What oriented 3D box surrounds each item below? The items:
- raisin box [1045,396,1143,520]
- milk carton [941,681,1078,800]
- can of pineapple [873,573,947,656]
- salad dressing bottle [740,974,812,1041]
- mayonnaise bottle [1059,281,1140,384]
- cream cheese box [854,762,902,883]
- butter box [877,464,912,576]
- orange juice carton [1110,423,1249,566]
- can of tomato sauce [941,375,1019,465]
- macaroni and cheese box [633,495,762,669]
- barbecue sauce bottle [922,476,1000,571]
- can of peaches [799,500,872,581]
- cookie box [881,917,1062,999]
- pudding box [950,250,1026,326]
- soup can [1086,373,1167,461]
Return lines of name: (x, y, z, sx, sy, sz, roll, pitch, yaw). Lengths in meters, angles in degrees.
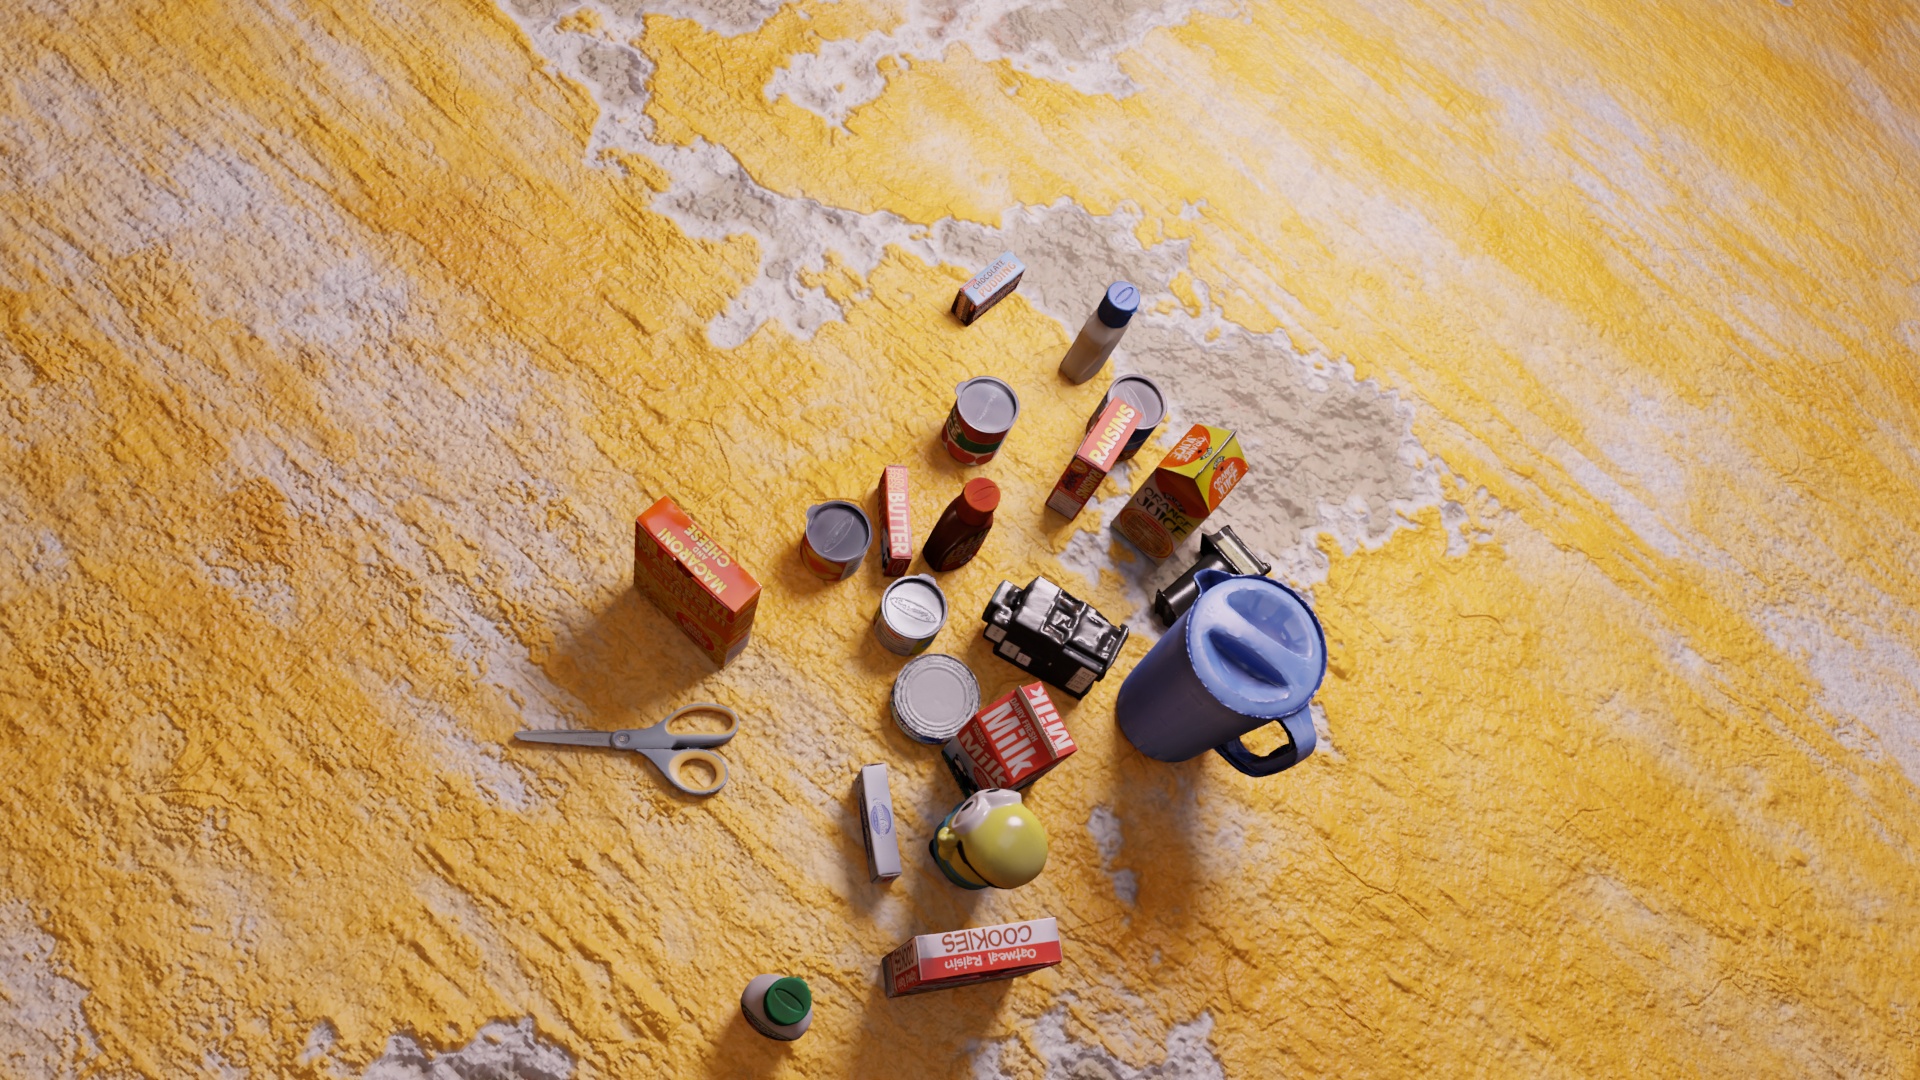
raisin box: (0.138, -0.085, 1.451, 0.040, 0.123, 0.086, 34, 65, 2)
milk carton: (0.047, 0.189, 1.276, 0.074, 0.189, 0.072, -24, 75, -21)
can of pineapple: (-0.049, 0.074, 1.375, 0.071, 0.057, 0.071, 5, 67, -11)
salad dressing bottle: (-0.151, 0.391, 1.167, 0.064, 0.147, 0.044, 36, 65, 3)
mayonnaise bottle: (0.154, -0.227, 1.501, 0.041, 0.147, 0.065, 43, 65, 6)
cream cheese box: (-0.077, 0.264, 1.291, 0.024, 0.053, 0.104, -5, 69, -15)
butter box: (-0.067, -0.020, 1.414, 0.024, 0.053, 0.104, 1, 68, -13)
orange juice carton: (0.228, -0.052, 1.420, 0.073, 0.192, 0.072, 42, 65, 6)
can of tomato sauce: (0.018, -0.126, 1.462, 0.071, 0.082, 0.071, 5, 67, -11)
macaroni and cheese box: (-0.246, 0.043, 1.282, 0.124, 0.165, 0.040, 43, 65, 6)
barbecue sauce bottle: (0.005, -0.017, 1.377, 0.065, 0.148, 0.044, -28, 77, -22)
can of peaches: (-0.127, 0.000, 1.388, 0.071, 0.057, 0.071, 5, 67, -11)
cookie box: (0.007, 0.364, 1.205, 0.123, 0.166, 0.040, -4, 69, -15)
pudding box: (0.031, -0.282, 1.550, 0.030, 0.049, 0.084, 45, 65, 7)
soup can: (0.176, -0.131, 1.501, 0.071, 0.083, 0.071, 5, 67, -11)
